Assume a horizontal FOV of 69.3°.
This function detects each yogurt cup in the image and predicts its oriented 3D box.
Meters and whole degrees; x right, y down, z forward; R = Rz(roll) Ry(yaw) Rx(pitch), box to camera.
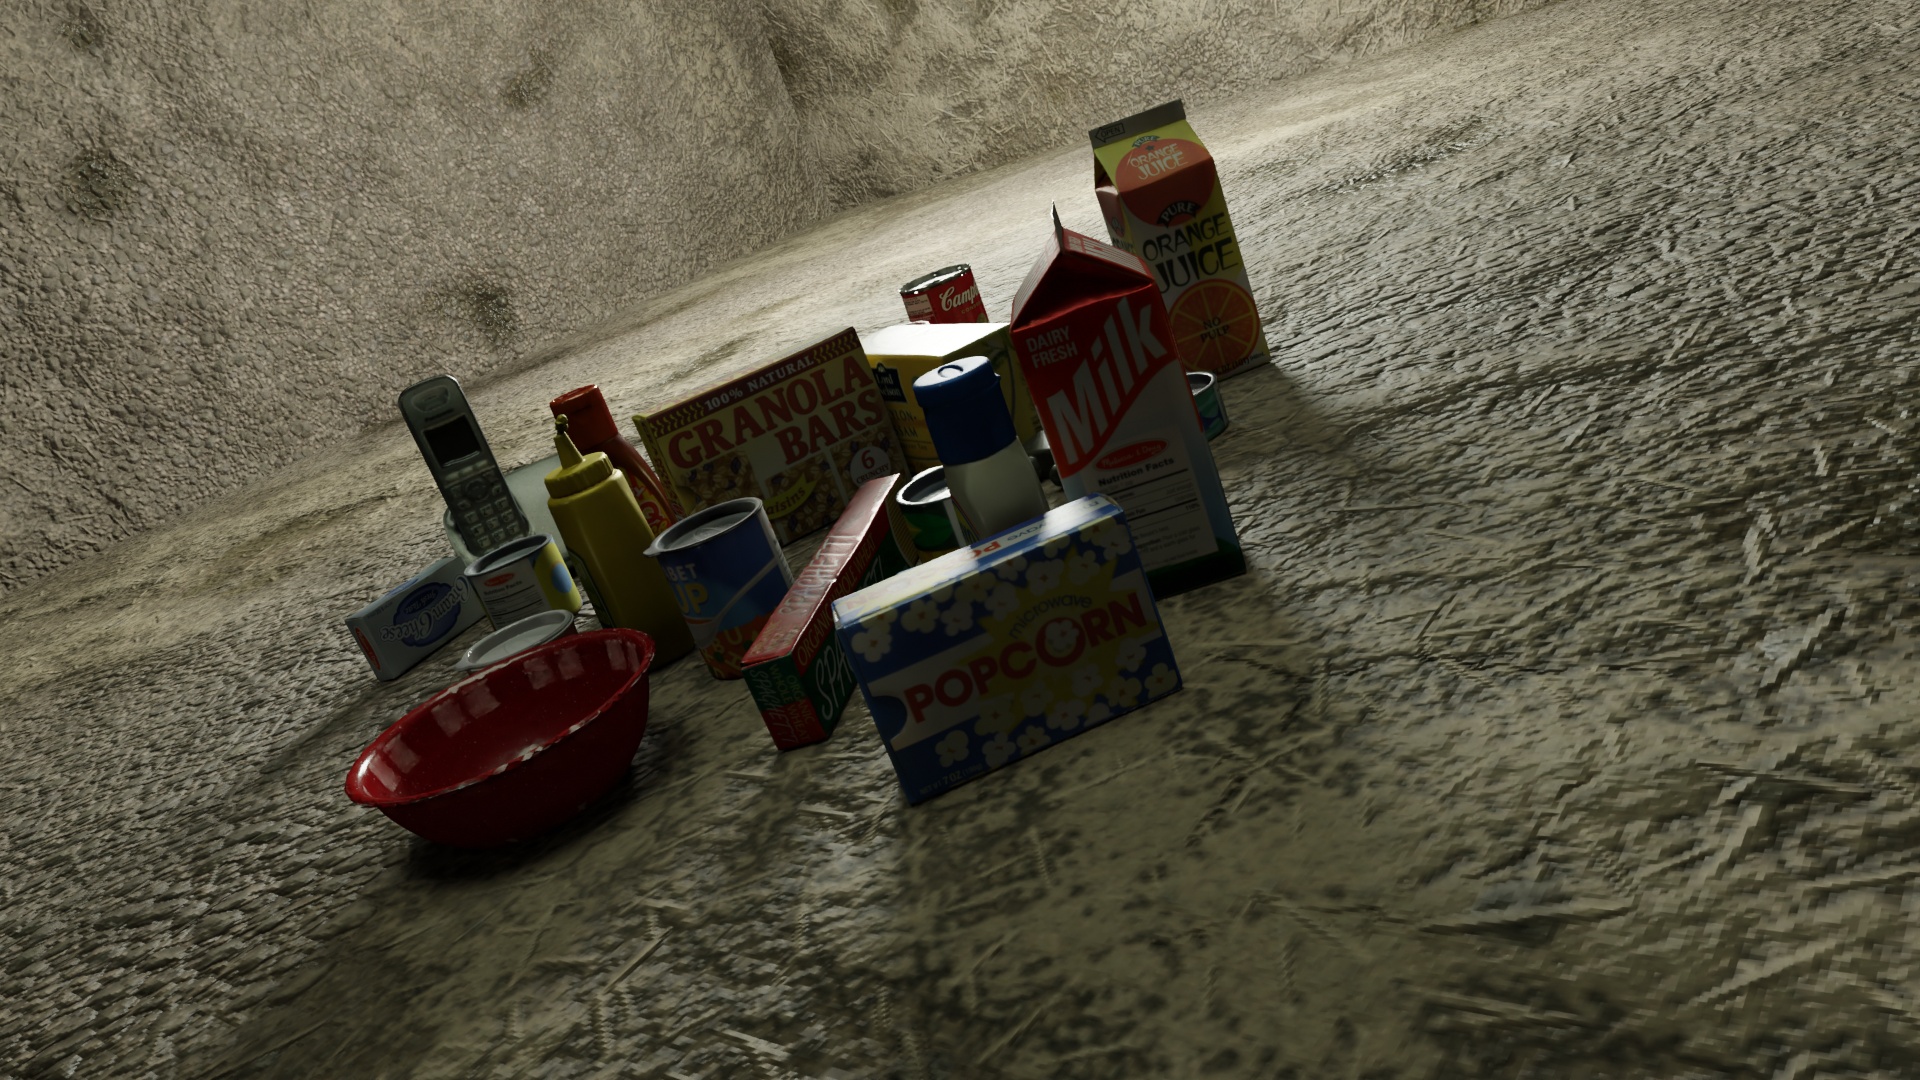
[{"bbox_3d":[-0.250,0.079,0.816,0.072,0.053,0.072,-19,18,6],"label":"yogurt cup"}]

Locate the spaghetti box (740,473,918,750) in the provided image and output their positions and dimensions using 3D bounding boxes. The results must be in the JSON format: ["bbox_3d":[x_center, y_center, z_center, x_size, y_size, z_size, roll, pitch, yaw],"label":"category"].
[{"bbox_3d":[-0.063,0.030,0.763,0.028,0.050,0.251,-15,19,16],"label":"spaghetti box"}]

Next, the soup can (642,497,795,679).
[{"bbox_3d":[-0.130,0.028,0.786,0.071,0.083,0.071,-19,18,6],"label":"soup can"}]

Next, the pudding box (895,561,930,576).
[{"bbox_3d":[-0.013,0.047,0.661,0.030,0.049,0.084,-18,18,7],"label":"pudding box"}]

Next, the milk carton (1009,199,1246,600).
[{"bbox_3d":[0.075,-0.070,0.677,0.073,0.190,0.072,-18,18,9],"label":"milk carton"}]

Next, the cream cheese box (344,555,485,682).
[{"bbox_3d":[-0.409,0.058,1.048,0.024,0.053,0.104,-10,21,30],"label":"cream cheese box"}]

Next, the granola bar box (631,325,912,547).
[{"bbox_3d":[-0.129,-0.065,0.985,0.166,0.124,0.039,-28,19,-21],"label":"granola bar box"}]

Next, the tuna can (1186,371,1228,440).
[{"bbox_3d":[0.135,-0.080,0.893,0.071,0.032,0.071,-19,18,6],"label":"tuna can"}]

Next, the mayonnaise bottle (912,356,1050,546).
[{"bbox_3d":[0.020,-0.008,0.626,0.041,0.147,0.065,-23,18,-7],"label":"mayonnaise bottle"}]

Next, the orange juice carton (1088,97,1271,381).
[{"bbox_3d":[0.152,-0.209,0.987,0.072,0.192,0.073,-21,18,-2],"label":"orange juice carton"}]

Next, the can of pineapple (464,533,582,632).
[{"bbox_3d":[-0.316,0.034,1.011,0.071,0.057,0.071,-19,18,6],"label":"can of pineapple"}]

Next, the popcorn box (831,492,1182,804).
[{"bbox_3d":[0.020,0.043,0.580,0.127,0.085,0.038,-23,18,-6],"label":"popcorn box"}]

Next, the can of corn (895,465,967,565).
[{"bbox_3d":[0.003,-0.010,0.793,0.071,0.058,0.071,-19,18,6],"label":"can of corn"}]

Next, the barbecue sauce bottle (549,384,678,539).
[{"bbox_3d":[-0.246,-0.037,0.993,0.065,0.148,0.044,-25,18,-12],"label":"barbecue sauce bottle"}]

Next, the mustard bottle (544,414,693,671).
[{"bbox_3d":[-0.211,0.000,0.832,0.049,0.159,0.065,-28,19,-23],"label":"mustard bottle"}]
